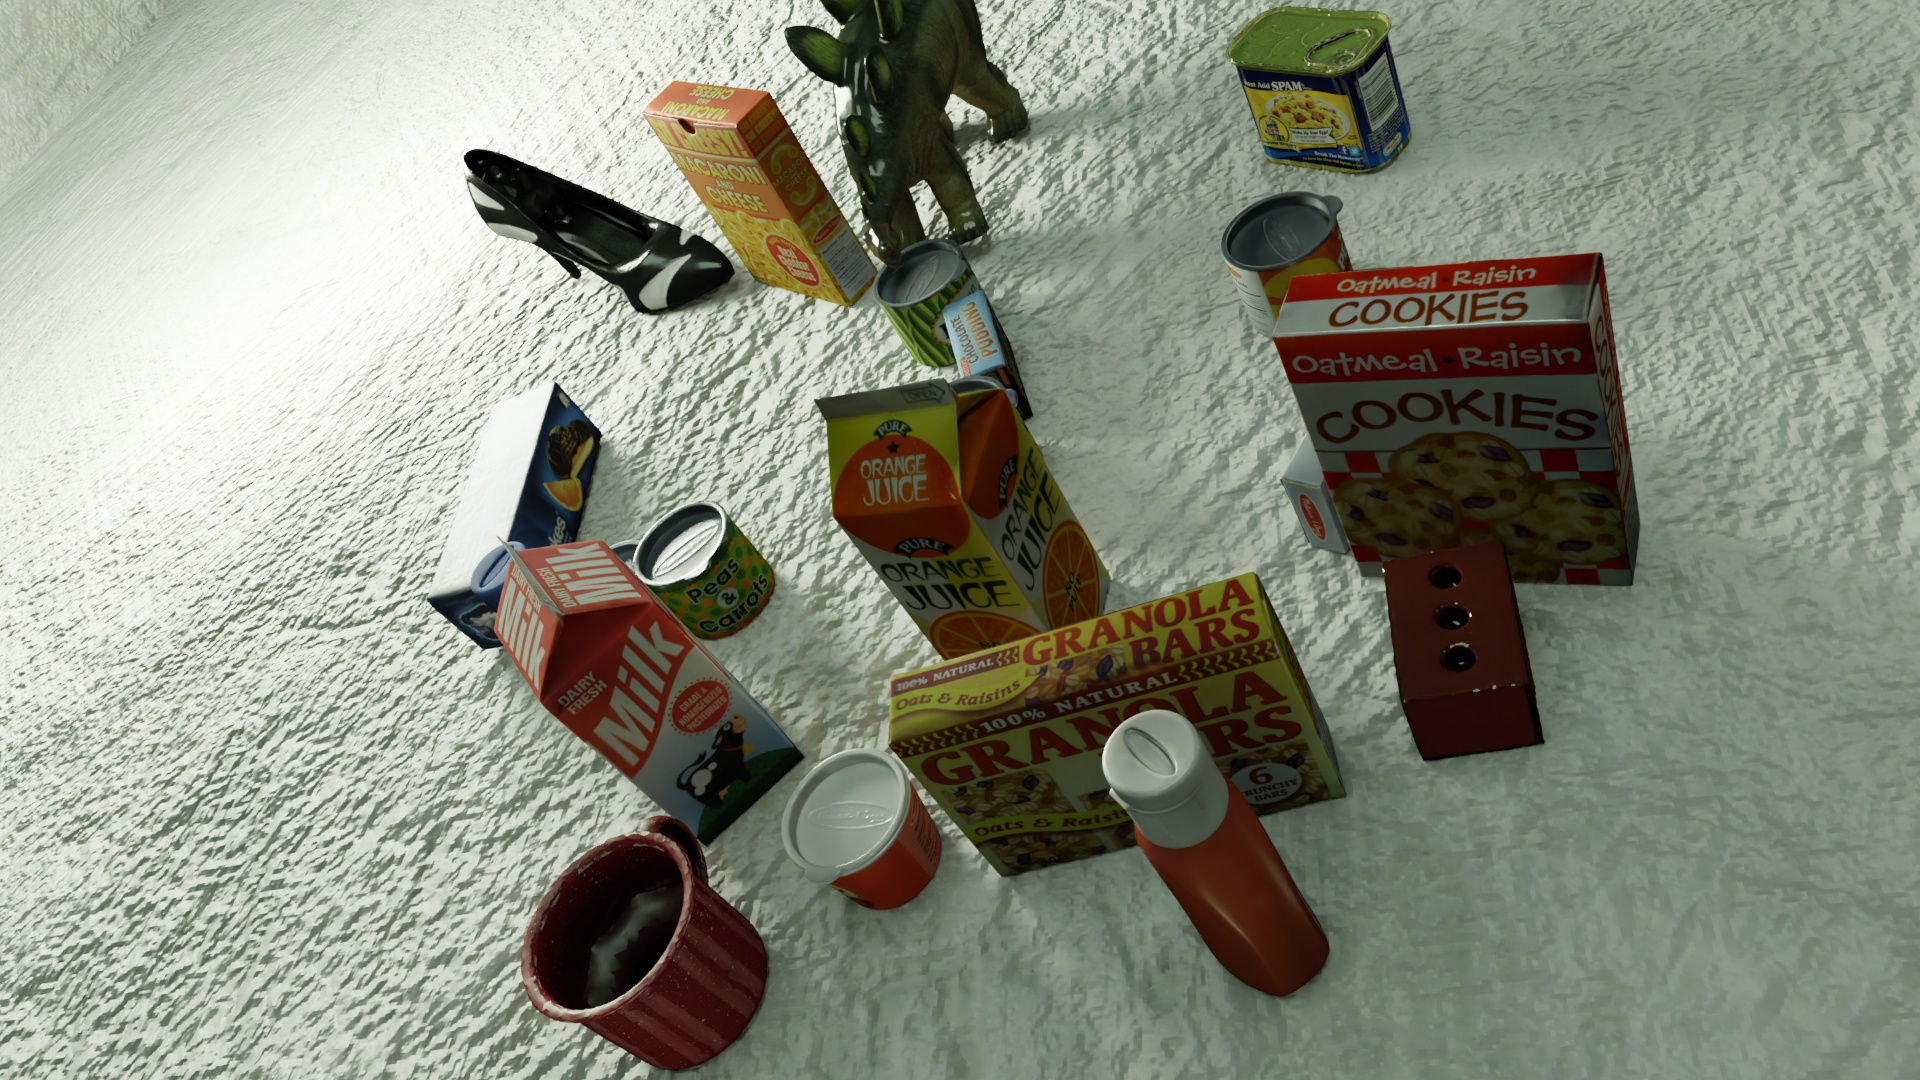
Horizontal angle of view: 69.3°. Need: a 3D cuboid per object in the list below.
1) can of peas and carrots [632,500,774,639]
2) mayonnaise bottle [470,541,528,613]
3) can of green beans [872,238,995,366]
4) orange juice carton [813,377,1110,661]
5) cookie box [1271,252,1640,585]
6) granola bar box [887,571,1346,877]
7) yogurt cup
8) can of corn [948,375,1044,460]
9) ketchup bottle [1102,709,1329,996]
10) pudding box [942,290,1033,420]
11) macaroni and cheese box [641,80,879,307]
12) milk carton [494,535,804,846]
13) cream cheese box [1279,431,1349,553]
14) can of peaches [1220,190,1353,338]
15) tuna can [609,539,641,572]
[{"bbox_3d":[-0.155,0.020,0.850,0.071,0.058,0.071,-17,44,18],"label":"can of peas and carrots"},{"bbox_3d":[-0.215,0.059,0.784,0.041,0.147,0.065,9,57,37],"label":"mayonnaise bottle"},{"bbox_3d":[-0.017,-0.159,0.932,0.071,0.057,0.071,-17,44,18],"label":"can of green beans"},{"bbox_3d":[0.002,-0.009,0.680,0.072,0.192,0.073,-4,50,29],"label":"orange juice carton"},{"bbox_3d":[0.219,-0.047,0.601,0.123,0.166,0.040,2,53,33],"label":"cookie box"},{"bbox_3d":[0.069,0.084,0.604,0.165,0.123,0.039,-18,44,17],"label":"granola bar box"},{"bbox_3d":[-0.044,0.142,0.672,0.072,0.053,0.073,-17,44,18],"label":"yogurt cup"},{"bbox_3d":[0.012,-0.054,0.817,0.071,0.058,0.071,-17,44,18],"label":"can of corn"},{"bbox_3d":[0.096,0.120,0.535,0.043,0.148,0.065,-41,42,-8],"label":"ketchup bottle"},{"bbox_3d":[0.016,-0.113,0.875,0.030,0.049,0.084,-24,43,10],"label":"pudding box"},{"bbox_3d":[-0.145,-0.253,1.017,0.124,0.166,0.040,23,66,43],"label":"macaroni and cheese box"},{"bbox_3d":[-0.168,0.070,0.713,0.073,0.190,0.072,-42,43,-9],"label":"milk carton"},{"bbox_3d":[0.199,-0.050,0.701,0.024,0.053,0.104,14,60,40],"label":"cream cheese box"},{"bbox_3d":[0.193,-0.159,0.803,0.071,0.058,0.071,-17,44,18],"label":"can of peaches"},{"bbox_3d":[-0.213,0.035,0.892,0.071,0.032,0.071,-17,44,18],"label":"tuna can"}]
